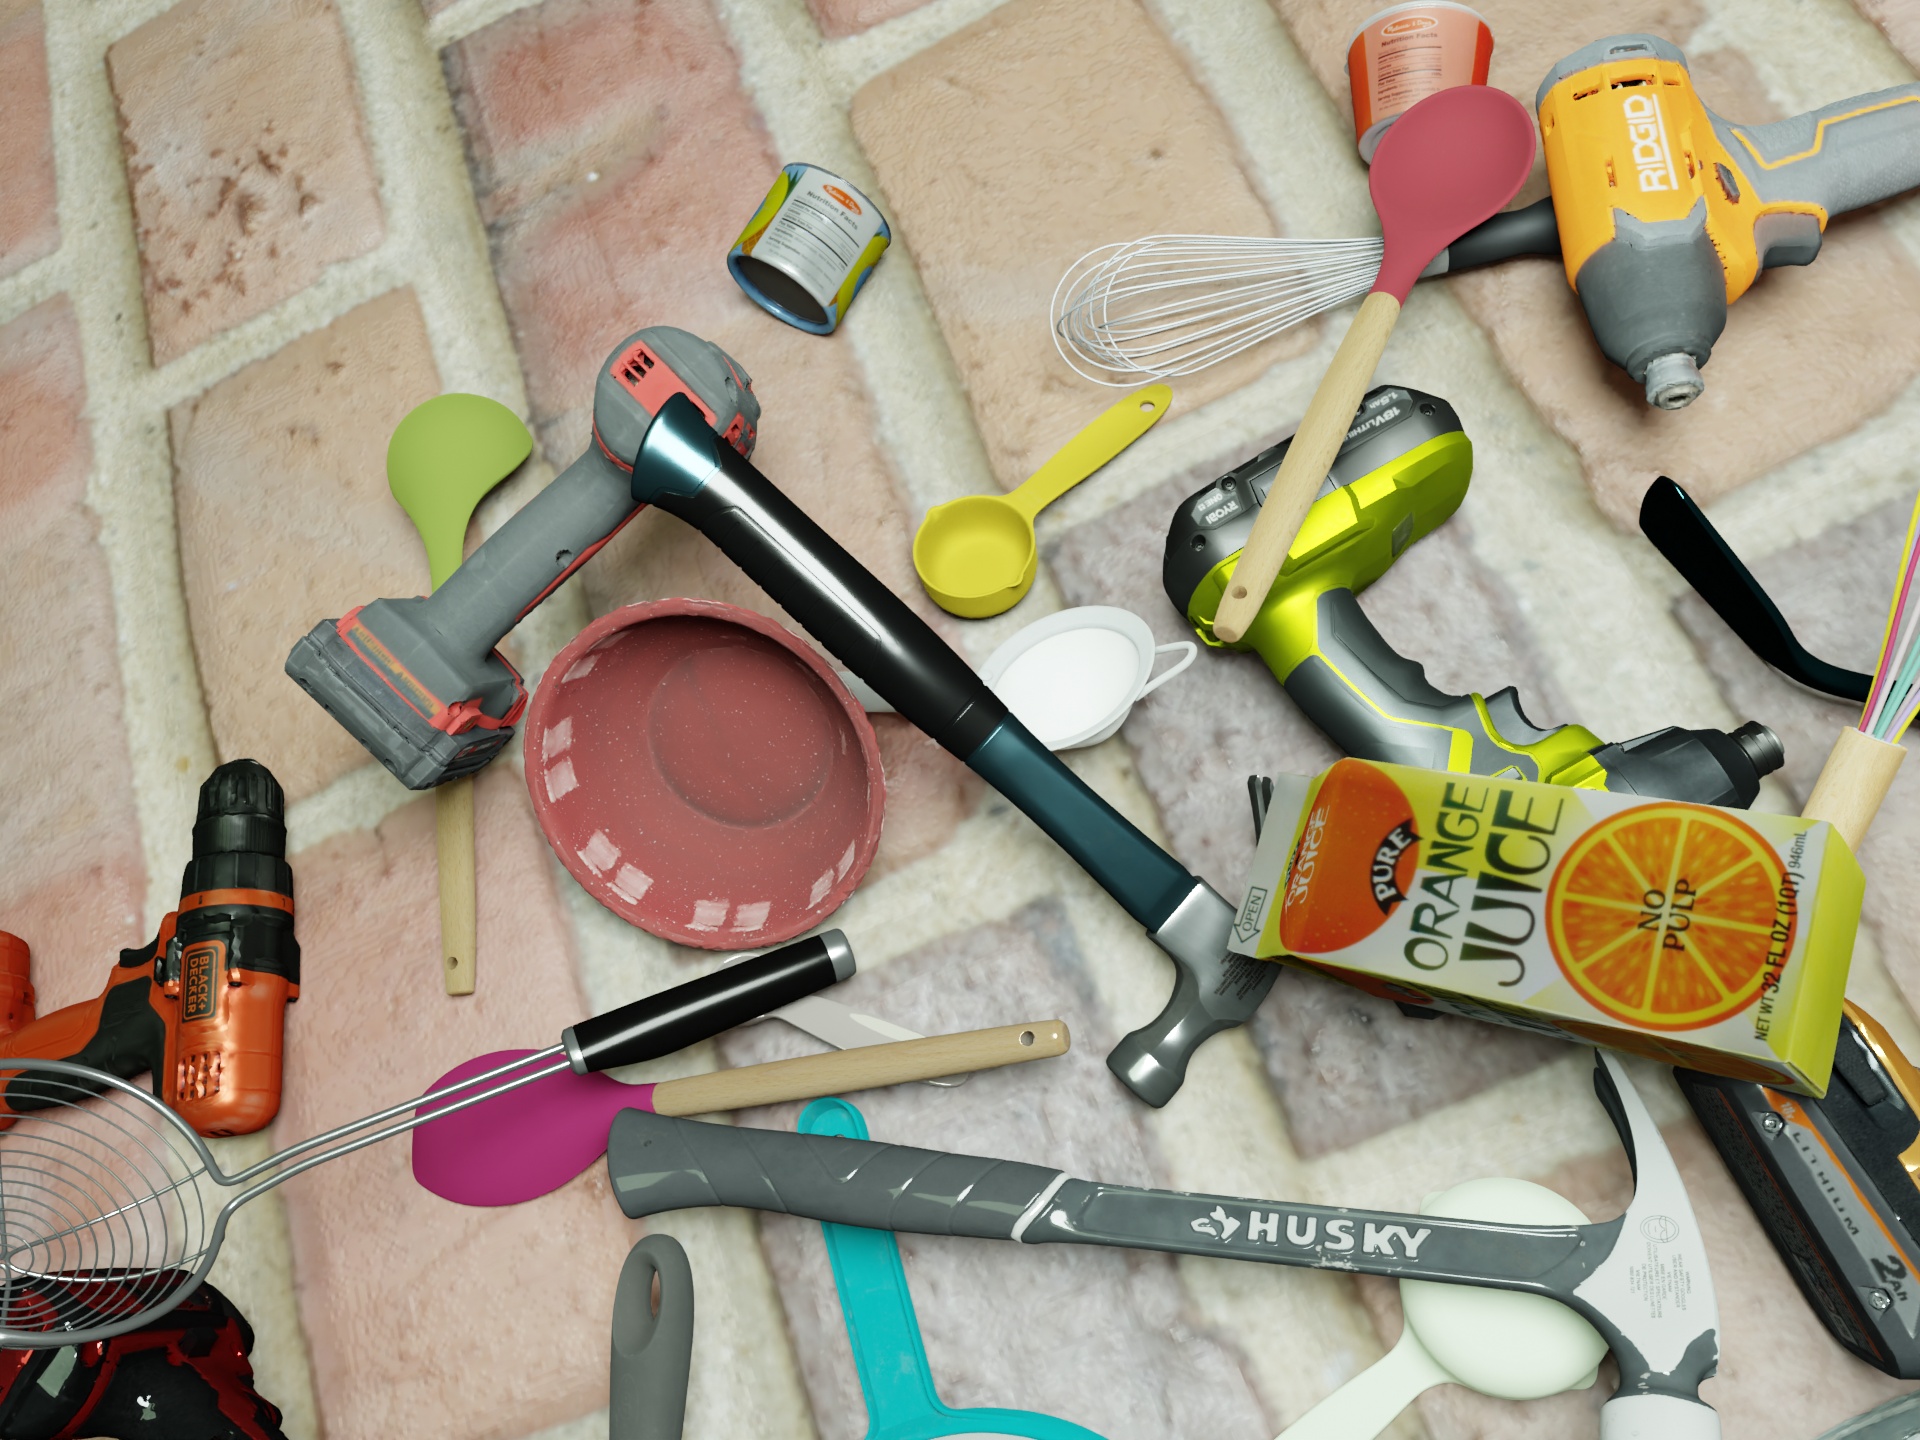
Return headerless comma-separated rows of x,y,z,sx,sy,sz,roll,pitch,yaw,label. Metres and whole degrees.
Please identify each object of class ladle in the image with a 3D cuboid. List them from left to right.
-0.250,-0.021,0.799,0.078,0.062,0.320,-10,73,11,ladle
0.164,-0.152,0.644,0.069,0.031,0.315,14,59,27,ladle

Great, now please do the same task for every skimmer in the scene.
-0.214,0.134,0.615,0.363,0.090,0.127,-19,44,-16,skimmer

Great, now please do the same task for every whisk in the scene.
-0.121,0.342,0.579,0.073,0.073,0.296,-3,74,16,whisk
0.181,-0.210,0.732,0.284,0.070,0.070,-10,66,7,whisk
0.334,-0.012,0.557,0.047,0.051,0.245,21,106,9,whisk

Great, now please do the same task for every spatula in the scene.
0.397,-0.002,0.583,0.318,0.082,0.044,27,90,19,spatula

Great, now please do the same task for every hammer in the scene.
-0.001,-0.002,0.627,0.331,0.033,0.128,42,87,-3,hammer
0.051,0.175,0.582,0.409,0.036,0.149,1,47,20,hammer

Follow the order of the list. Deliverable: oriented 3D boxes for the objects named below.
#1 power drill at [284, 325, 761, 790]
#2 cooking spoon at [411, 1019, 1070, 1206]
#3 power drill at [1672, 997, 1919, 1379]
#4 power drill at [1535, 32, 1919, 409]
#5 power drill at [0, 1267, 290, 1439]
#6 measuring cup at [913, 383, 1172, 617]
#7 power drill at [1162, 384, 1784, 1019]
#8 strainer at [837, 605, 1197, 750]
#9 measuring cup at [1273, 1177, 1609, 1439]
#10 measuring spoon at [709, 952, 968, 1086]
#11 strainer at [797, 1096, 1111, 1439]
-0.179,-0.079,0.728,0.080,0.188,0.226,45,91,-4,power drill
-0.105,0.157,0.673,0.319,0.017,0.069,-13,66,19,cooking spoon
0.358,0.087,0.524,0.226,0.084,0.185,-28,78,4,power drill
0.361,-0.206,0.646,0.226,0.084,0.164,-3,69,8,power drill
-0.269,0.289,0.624,0.220,0.143,0.078,26,77,17,power drill
0.044,-0.105,0.752,0.156,0.029,0.062,-40,63,-15,measuring cup
0.196,-0.016,0.638,0.171,0.080,0.223,-30,67,3,power drill
-0.015,-0.013,0.719,0.258,0.050,0.087,0,47,23,strainer
0.160,0.230,0.566,0.167,0.038,0.083,-38,63,-3,measuring cup
-0.053,0.134,0.686,0.124,0.018,0.034,19,55,16,measuring spoon
-0.019,0.290,0.563,0.211,0.095,0.341,-22,62,7,strainer
